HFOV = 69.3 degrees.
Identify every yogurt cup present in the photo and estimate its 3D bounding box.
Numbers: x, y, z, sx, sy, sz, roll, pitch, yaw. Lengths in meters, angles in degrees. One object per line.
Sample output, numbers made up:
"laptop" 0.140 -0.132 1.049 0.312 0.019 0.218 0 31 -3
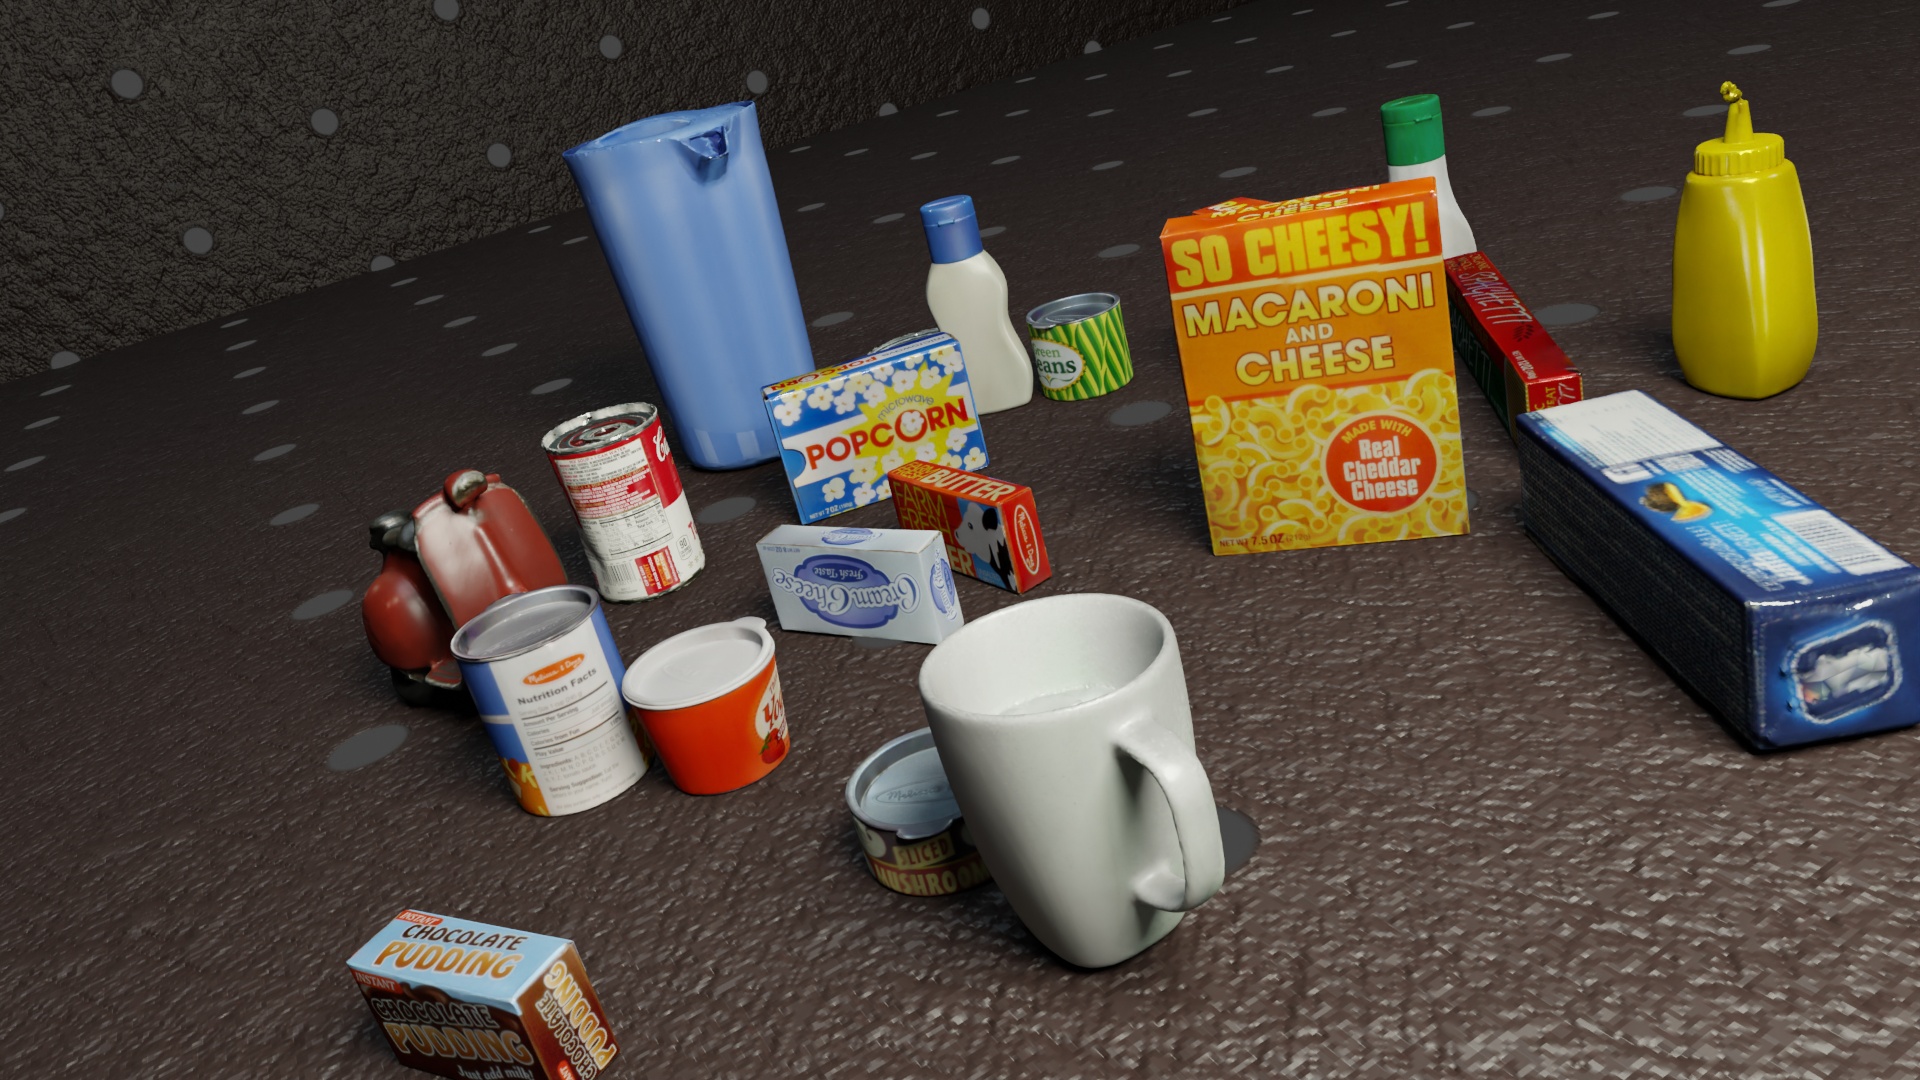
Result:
"yogurt cup" -0.109 0.075 0.613 0.072 0.053 0.073 -12 23 5

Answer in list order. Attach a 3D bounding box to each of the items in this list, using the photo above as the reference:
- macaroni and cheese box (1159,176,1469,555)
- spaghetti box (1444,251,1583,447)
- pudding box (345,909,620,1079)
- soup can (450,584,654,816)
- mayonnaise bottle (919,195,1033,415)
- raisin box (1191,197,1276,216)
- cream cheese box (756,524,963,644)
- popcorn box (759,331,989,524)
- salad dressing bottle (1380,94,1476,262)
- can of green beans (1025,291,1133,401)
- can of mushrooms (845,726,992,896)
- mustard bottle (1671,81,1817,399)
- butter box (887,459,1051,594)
"macaroni and cheese box" 0.170 -0.079 0.661 0.123 0.165 0.040 -6 25 19
"spaghetti box" 0.312 -0.111 0.799 0.028 0.050 0.251 -9 24 12
"pudding box" -0.161 0.156 0.467 0.083 0.049 0.030 0 27 30
"soup can" -0.183 0.071 0.628 0.071 0.083 0.071 -12 23 5
"mayonnaise bottle" 0.007 -0.161 0.959 0.065 0.147 0.041 -10 23 10
"raisin box" 0.186 -0.141 0.845 0.040 0.123 0.086 -20 24 -13
"cream cheese box" -0.051 0.021 0.701 0.104 0.053 0.024 2 28 33
"popcorn box" -0.053 -0.071 0.870 0.127 0.085 0.038 -18 24 -10
"salad dressing bottle" 0.304 -0.216 0.916 0.064 0.147 0.044 -15 23 -2
"can of green beans" 0.084 -0.136 0.972 0.071 0.057 0.071 -12 23 5
"can of mushrooms" -0.008 0.102 0.523 0.071 0.033 0.071 -12 24 5
"mustard bottle" 0.399 -0.154 0.708 0.049 0.159 0.065 -21 24 -16
"butter box" 0.003 -0.009 0.741 0.024 0.053 0.103 -28 27 -29
